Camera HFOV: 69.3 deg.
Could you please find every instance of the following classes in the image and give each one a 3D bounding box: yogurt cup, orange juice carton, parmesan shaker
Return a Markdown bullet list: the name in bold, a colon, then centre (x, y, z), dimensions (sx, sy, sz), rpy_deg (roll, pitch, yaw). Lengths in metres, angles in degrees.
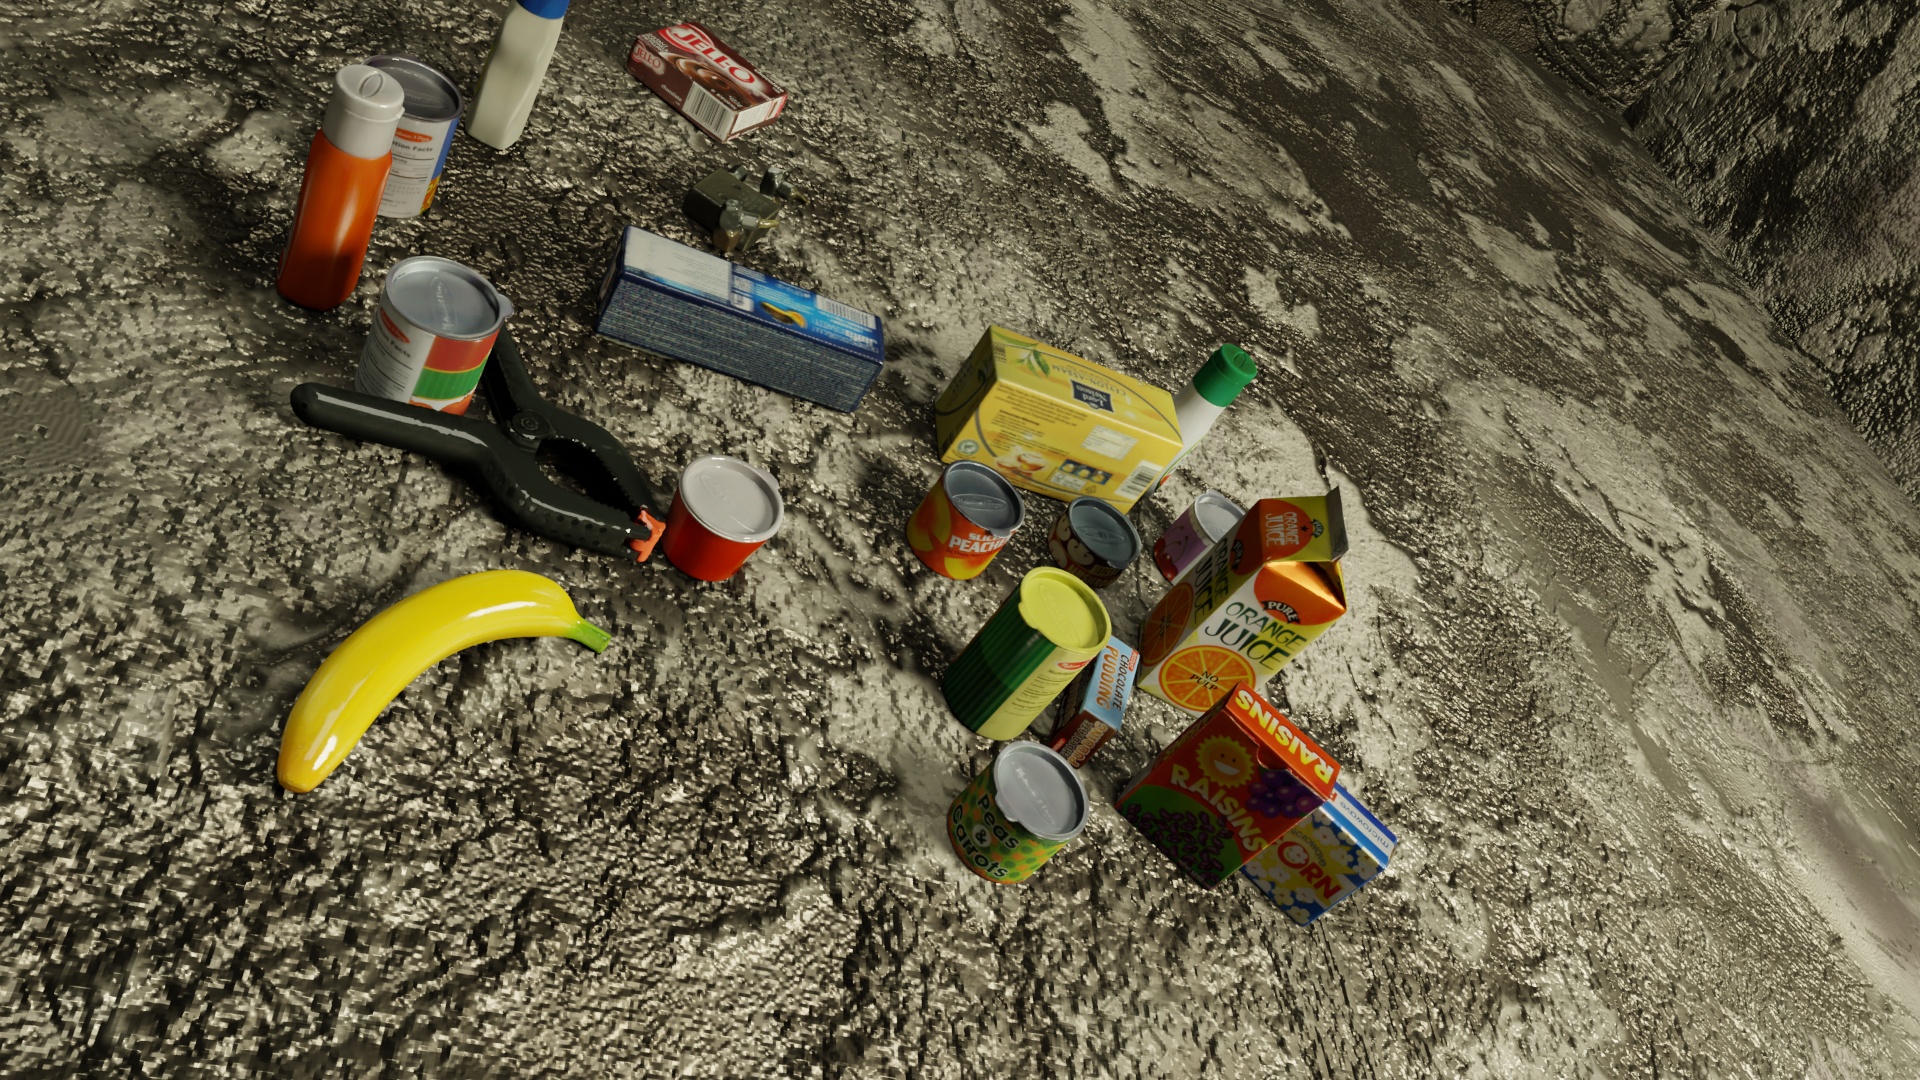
- **yogurt cup**: centre (-0.151, -0.011, 0.862), dimensions (0.072, 0.053, 0.073), rpy_deg (22, 41, -20)
- **orange juice carton**: centre (0.208, 0.042, 0.983), dimensions (0.073, 0.191, 0.072), rpy_deg (28, 39, -13)
- **parmesan shaker**: centre (0.038, 0.074, 0.888), dimensions (0.071, 0.102, 0.072), rpy_deg (22, 41, -20)

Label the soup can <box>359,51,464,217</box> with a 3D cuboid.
- **soup can**: centre (-0.373, -0.268, 0.919), dimensions (0.071, 0.083, 0.072), rpy_deg (22, 41, -20)

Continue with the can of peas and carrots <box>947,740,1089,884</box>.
- **can of peas and carrots**: centre (0.032, 0.164, 0.828), dimensions (0.071, 0.058, 0.071), rpy_deg (22, 41, -20)

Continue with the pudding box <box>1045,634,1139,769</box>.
- **pudding box**: centre (0.091, 0.108, 0.939), dimensions (0.030, 0.049, 0.084), rpy_deg (34, 38, -6)

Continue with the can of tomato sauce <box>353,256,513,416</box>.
- **can of tomato sauce**: centre (-0.310, -0.113, 0.814), dimensions (0.071, 0.082, 0.071), rpy_deg (22, 41, -20)

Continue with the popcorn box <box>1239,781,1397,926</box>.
- **popcorn box**: centre (0.214, 0.187, 0.929), dimensions (0.127, 0.084, 0.038), rpy_deg (43, 38, 6)

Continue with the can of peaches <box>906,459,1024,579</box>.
- **can of peaches**: centre (0.004, -0.012, 0.983), dimensions (0.071, 0.057, 0.071), rpy_deg (22, 41, -20)

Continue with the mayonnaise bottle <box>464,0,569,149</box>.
- **mayonnaise bottle**: centre (-0.316, -0.357, 1.002), dimensions (0.041, 0.147, 0.065), rpy_deg (23, 40, -19)

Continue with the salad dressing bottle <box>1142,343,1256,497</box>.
- **salad dressing bottle**: centre (0.184, -0.098, 1.141), dimensions (0.044, 0.147, 0.064), rpy_deg (39, 38, 1)

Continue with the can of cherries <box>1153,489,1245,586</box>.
- **can of cherries**: centre (0.199, 0.003, 1.123), dimensions (0.071, 0.058, 0.072), rpy_deg (22, 41, -20)

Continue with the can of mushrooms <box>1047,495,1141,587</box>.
- **can of mushrooms**: centre (0.103, 0.003, 1.067), dimensions (0.071, 0.033, 0.071), rpy_deg (22, 41, -20)

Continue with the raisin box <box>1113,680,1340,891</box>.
- **raisin box**: centre (0.169, 0.158, 0.891), dimensions (0.086, 0.122, 0.040), rpy_deg (42, 38, 5)

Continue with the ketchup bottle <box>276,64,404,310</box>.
- **ketchup bottle**: centre (-0.362, -0.207, 0.814), dimensions (0.043, 0.148, 0.065), rpy_deg (22, 41, -20)
